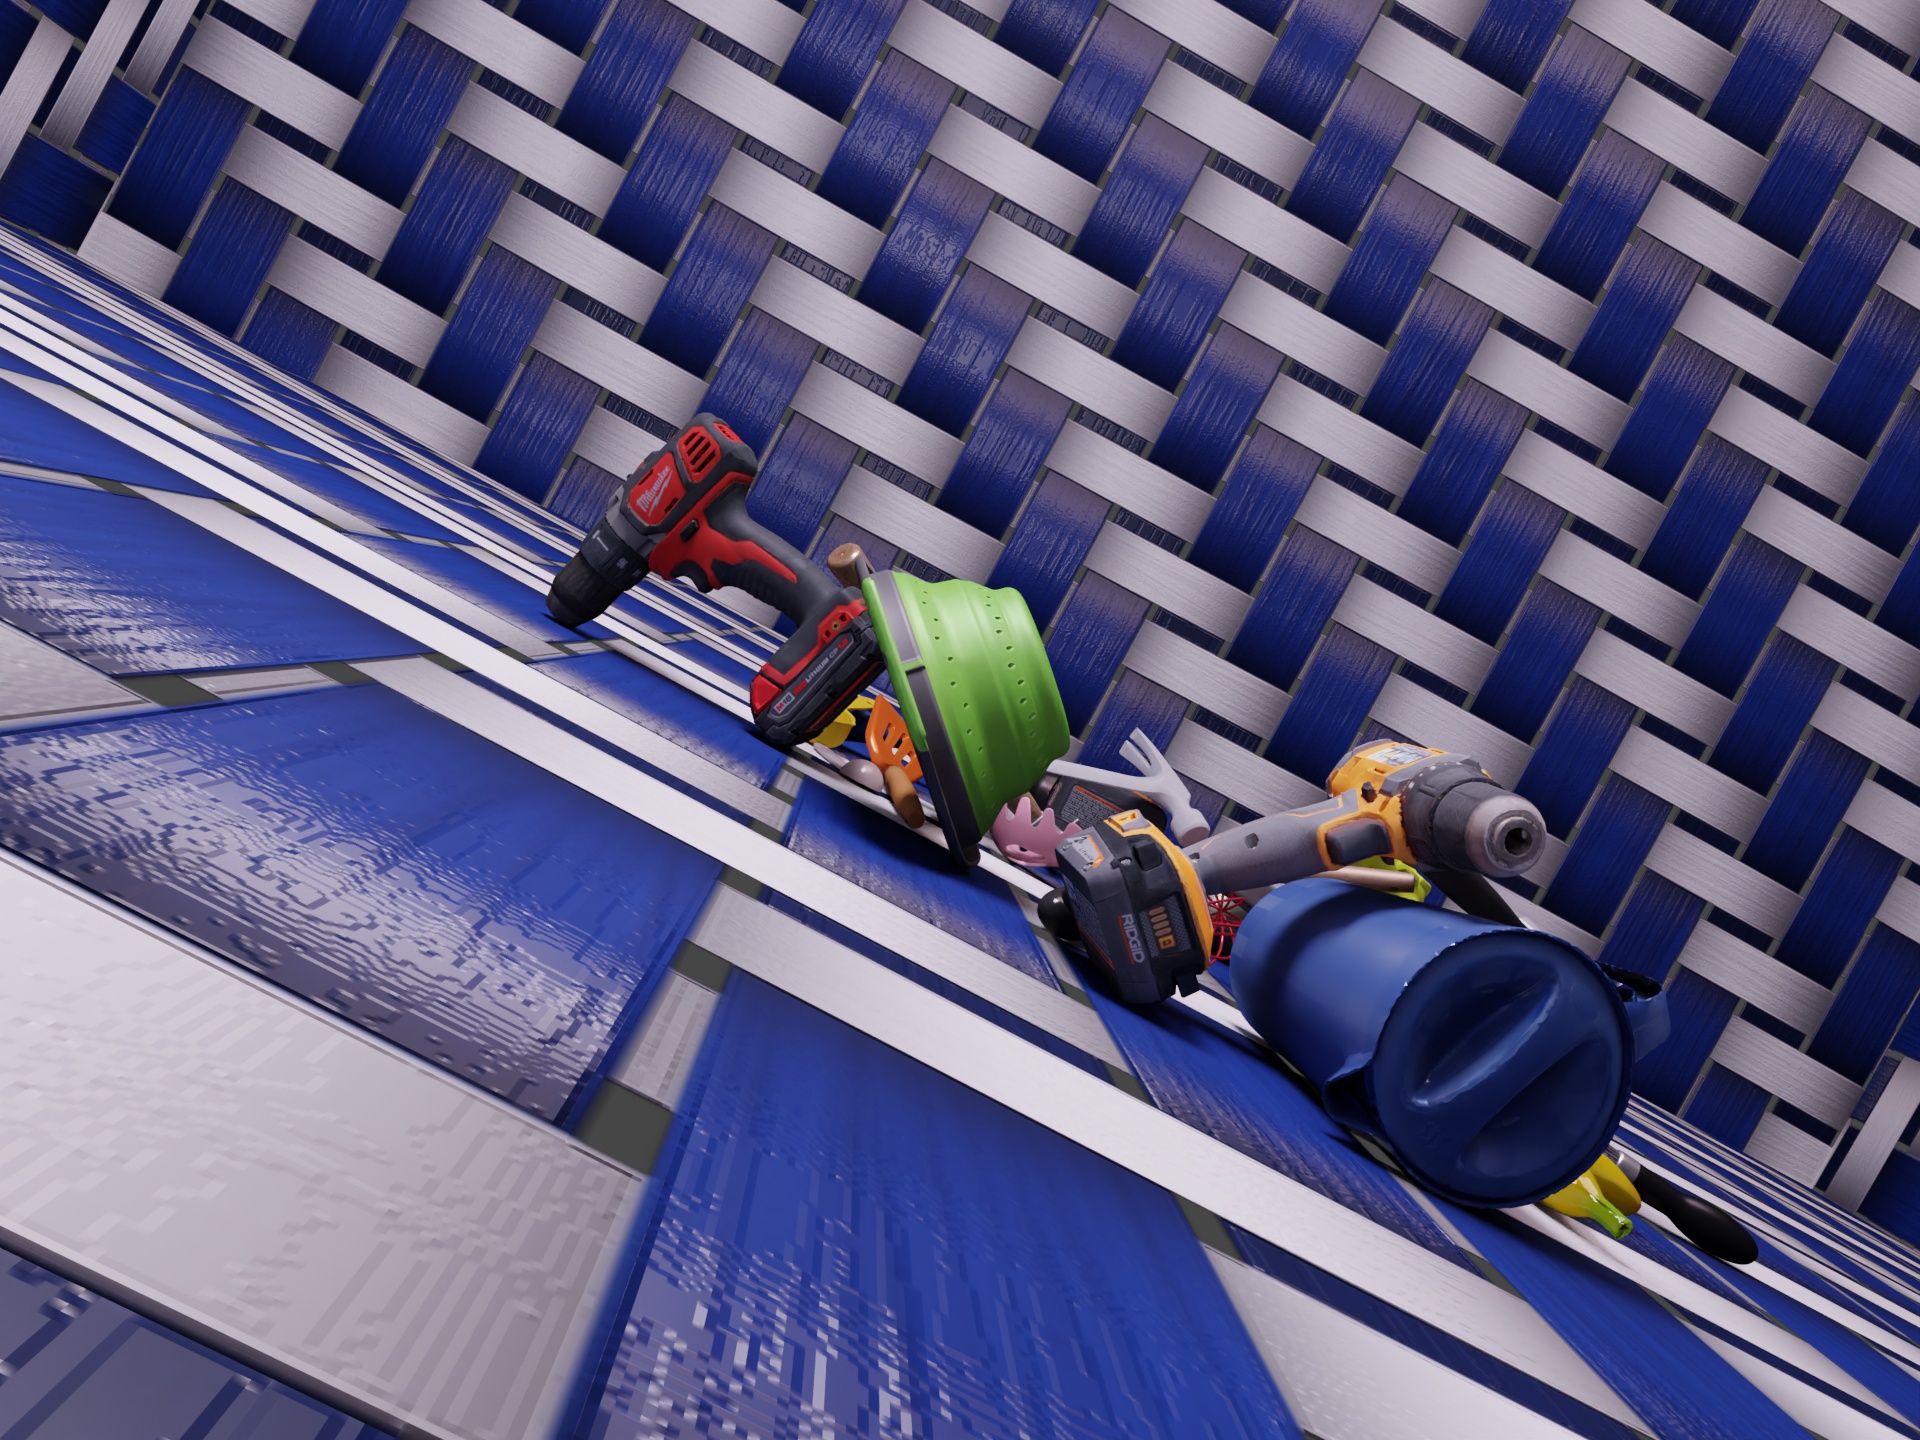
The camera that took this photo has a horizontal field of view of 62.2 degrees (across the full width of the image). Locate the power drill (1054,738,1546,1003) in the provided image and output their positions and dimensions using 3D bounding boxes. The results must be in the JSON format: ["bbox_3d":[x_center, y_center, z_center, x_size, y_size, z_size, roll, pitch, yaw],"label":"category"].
[{"bbox_3d":[0.177,0.074,0.830,0.185,0.226,0.084,-141,-147,-81],"label":"power drill"}]

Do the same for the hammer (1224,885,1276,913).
[{"bbox_3d":[0.253,0.180,1.104,0.143,0.038,0.386,38,6,-5],"label":"hammer"}]

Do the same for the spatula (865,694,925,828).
[{"bbox_3d":[-0.042,0.039,1.214,0.081,0.041,0.323,53,-1,-10],"label":"spatula"}]

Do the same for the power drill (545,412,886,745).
[{"bbox_3d":[-0.173,-0.083,1.141,0.227,0.188,0.080,47,9,6],"label":"power drill"}]

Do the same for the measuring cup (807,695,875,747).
[{"bbox_3d":[-0.102,-0.002,1.329,0.062,0.029,0.156,29,11,14],"label":"measuring cup"}]

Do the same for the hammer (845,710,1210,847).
[{"bbox_3d":[0.052,0.033,1.493,0.405,0.035,0.144,13,34,-32],"label":"hammer"}]

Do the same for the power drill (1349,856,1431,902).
[{"bbox_3d":[0.361,0.173,1.237,0.190,0.080,0.229,37,8,-42],"label":"power drill"}]

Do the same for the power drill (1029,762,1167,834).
[{"bbox_3d":[0.130,0.098,1.700,0.164,0.084,0.226,28,-3,0],"label":"power drill"}]

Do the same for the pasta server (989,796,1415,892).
[{"bbox_3d":[0.166,0.096,1.152,0.316,0.040,0.060,4,-34,18],"label":"pasta server"}]

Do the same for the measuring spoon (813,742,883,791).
[{"bbox_3d":[-0.087,0.028,1.203,0.034,0.018,0.124,27,1,-25],"label":"measuring spoon"}]

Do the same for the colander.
[{"bbox_3d":[0.015,0.004,1.066,0.396,0.094,0.205,75,-4,-74],"label":"colander"}]

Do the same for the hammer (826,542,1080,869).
[{"bbox_3d":[-0.002,-0.004,1.248,0.331,0.031,0.130,54,-13,-28],"label":"hammer"}]

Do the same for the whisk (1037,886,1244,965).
[{"bbox_3d":[0.120,0.127,1.029,0.073,0.073,0.295,29,8,28],"label":"whisk"}]

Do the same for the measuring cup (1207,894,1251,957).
[{"bbox_3d":[0.250,0.199,1.339,0.167,0.038,0.083,44,-19,-10],"label":"measuring cup"}]

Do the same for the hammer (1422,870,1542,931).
[{"bbox_3d":[0.399,0.150,1.157,0.334,0.035,0.146,35,11,-43],"label":"hammer"}]

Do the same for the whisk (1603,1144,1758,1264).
[{"bbox_3d":[0.433,0.294,1.110,0.284,0.070,0.070,33,2,2],"label":"whisk"}]
